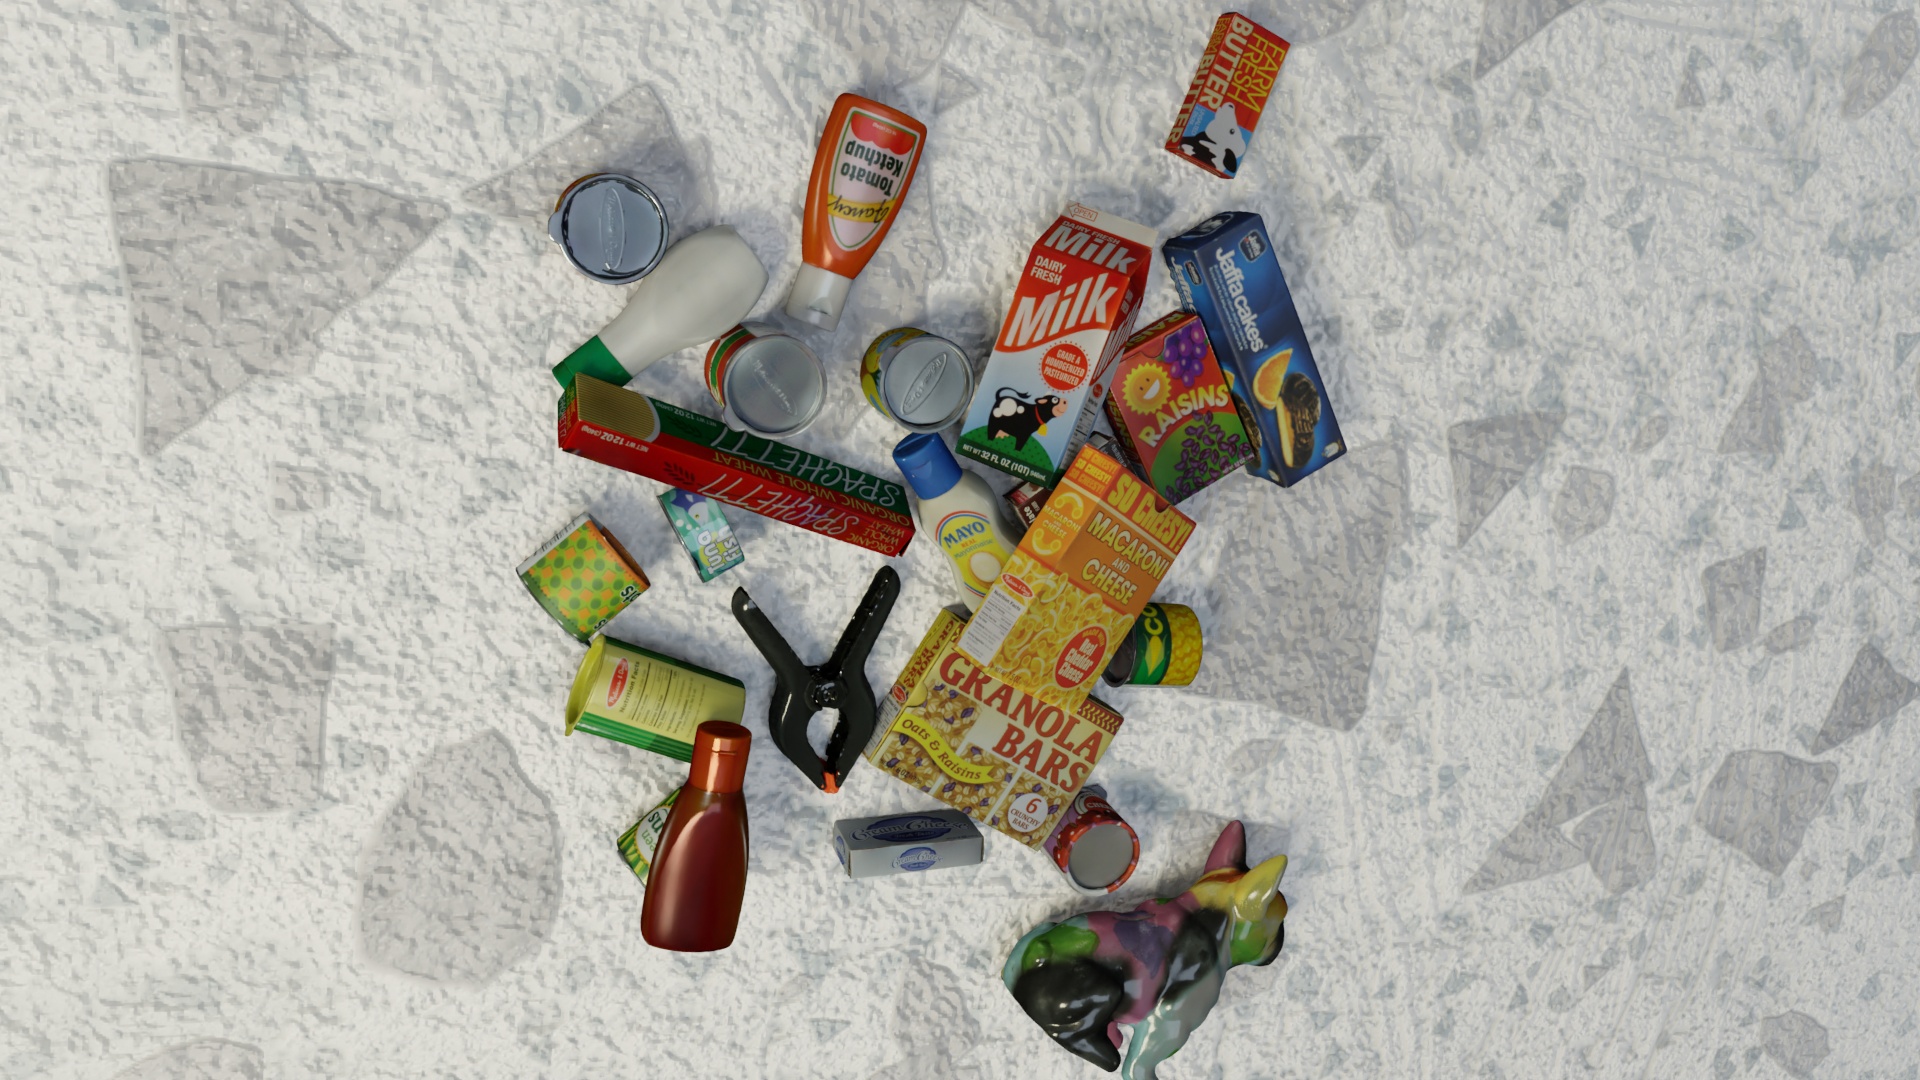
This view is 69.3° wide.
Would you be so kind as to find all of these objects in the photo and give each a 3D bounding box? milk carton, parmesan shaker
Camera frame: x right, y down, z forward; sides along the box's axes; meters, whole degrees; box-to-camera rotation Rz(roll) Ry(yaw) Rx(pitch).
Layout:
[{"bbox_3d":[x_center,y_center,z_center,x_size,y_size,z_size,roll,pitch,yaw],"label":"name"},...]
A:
[{"bbox_3d":[0.069,-0.134,0.953,0.072,0.073,0.190,23,94,14],"label":"milk carton"},{"bbox_3d":[-0.207,0.113,0.940,0.103,0.071,0.071,22,96,-24],"label":"parmesan shaker"}]

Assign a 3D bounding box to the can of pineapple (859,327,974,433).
[{"bbox_3d":[-0.032,-0.112,0.947,0.071,0.058,0.070,-5,105,-18],"label":"can of pineapple"}]

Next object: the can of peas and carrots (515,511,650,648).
[{"bbox_3d":[-0.243,0.026,0.905,0.059,0.071,0.071,-41,113,-6],"label":"can of peas and carrots"}]

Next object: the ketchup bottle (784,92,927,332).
[{"bbox_3d":[-0.075,-0.213,0.914,0.065,0.043,0.148,17,98,-23],"label":"ketchup bottle"}]

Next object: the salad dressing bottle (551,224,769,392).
[{"bbox_3d":[-0.193,-0.141,0.892,0.148,0.044,0.064,-39,113,-4],"label":"salad dressing bottle"}]

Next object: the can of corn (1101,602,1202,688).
[{"bbox_3d":[0.143,0.077,1.053,0.058,0.071,0.071,4,103,-21],"label":"can of corn"}]

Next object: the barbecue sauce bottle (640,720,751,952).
[{"bbox_3d":[-0.168,0.194,0.915,0.065,0.044,0.148,8,99,-21],"label":"barbecue sauce bottle"}]

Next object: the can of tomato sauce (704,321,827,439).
[{"bbox_3d":[-0.129,-0.104,0.902,0.071,0.083,0.071,-5,106,-18],"label":"can of tomato sauce"}]

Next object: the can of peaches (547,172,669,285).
[{"bbox_3d":[-0.220,-0.194,0.860,0.071,0.058,0.071,-5,106,-17],"label":"can of peaches"}]

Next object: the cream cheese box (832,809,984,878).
[{"bbox_3d":[-0.040,0.225,1.036,0.104,0.053,0.024,-2,103,-19],"label":"cream cheese box"}]

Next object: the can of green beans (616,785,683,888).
[{"bbox_3d":[-0.196,0.214,0.971,0.058,0.071,0.071,-41,113,-5],"label":"can of green beans"}]

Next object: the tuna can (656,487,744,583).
[{"bbox_3d":[-0.171,-0.007,0.919,0.033,0.071,0.071,-29,112,-11],"label":"tuna can"}]

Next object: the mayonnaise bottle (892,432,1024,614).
[{"bbox_3d":[0.004,-0.012,0.984,0.064,0.041,0.147,-25,119,16],"label":"mayonnaise bottle"}]

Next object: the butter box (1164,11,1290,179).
[{"bbox_3d":[0.190,-0.316,0.990,0.053,0.024,0.103,19,97,-23],"label":"butter box"}]

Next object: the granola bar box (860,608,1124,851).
[{"bbox_3d":[0.024,0.144,1.045,0.165,0.039,0.124,32,92,-24],"label":"granola bar box"}]

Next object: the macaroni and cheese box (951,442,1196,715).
[{"bbox_3d":[0.083,0.031,0.966,0.166,0.040,0.123,-57,141,2],"label":"macaroni and cheese box"}]

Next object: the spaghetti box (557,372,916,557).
[{"bbox_3d":[-0.139,-0.046,0.909,0.250,0.050,0.028,19,125,-32],"label":"spaghetti box"}]

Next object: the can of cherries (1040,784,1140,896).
[{"bbox_3d":[0.100,0.232,1.084,0.071,0.058,0.071,-5,106,-18],"label":"can of cherries"}]

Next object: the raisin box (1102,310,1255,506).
[{"bbox_3d":[0.155,-0.096,1.027,0.086,0.040,0.123,-30,111,-9],"label":"raisin box"}]
